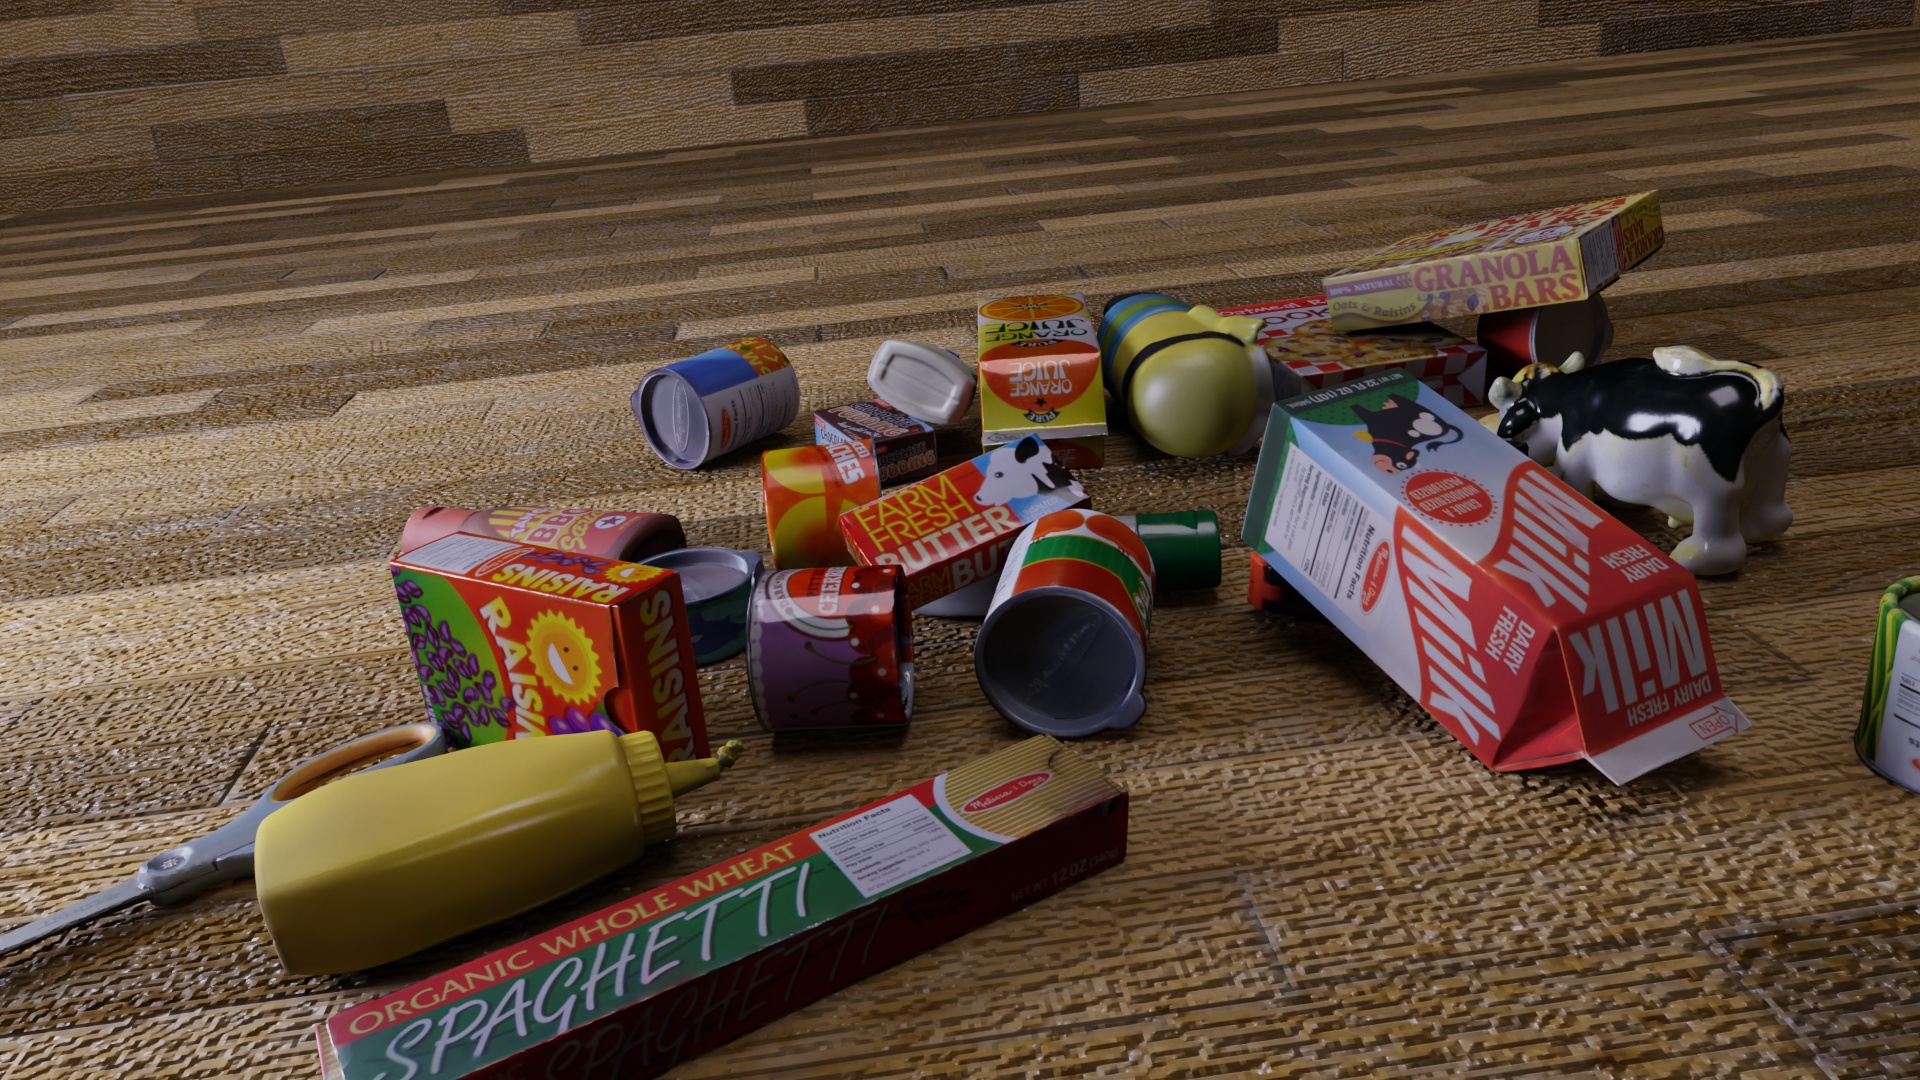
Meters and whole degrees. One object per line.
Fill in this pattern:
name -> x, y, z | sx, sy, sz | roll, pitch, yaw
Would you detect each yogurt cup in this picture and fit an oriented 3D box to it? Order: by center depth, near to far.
yogurt cup -> 0.372, -0.134, 0.894 | 0.072, 0.072, 0.054 | -16, 17, -24

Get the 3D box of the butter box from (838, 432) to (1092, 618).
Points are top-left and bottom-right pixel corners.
butter box -> 0.002, -0.008, 0.623 | 0.104, 0.024, 0.053 | -24, 48, -16

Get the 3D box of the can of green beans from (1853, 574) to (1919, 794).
can of green beans -> 0.346, 0.050, 0.471 | 0.071, 0.057, 0.071 | -4, 23, 2

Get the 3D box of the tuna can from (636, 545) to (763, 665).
tuna can -> -0.124, 0.030, 0.650 | 0.071, 0.032, 0.071 | -4, 23, 2

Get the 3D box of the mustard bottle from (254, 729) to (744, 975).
mustard bottle -> -0.150, 0.098, 0.476 | 0.161, 0.048, 0.065 | -13, 27, -20

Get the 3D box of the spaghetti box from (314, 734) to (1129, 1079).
spaghetti box -> -0.062, 0.120, 0.429 | 0.251, 0.028, 0.050 | -17, 26, -27

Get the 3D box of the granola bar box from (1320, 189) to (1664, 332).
granola bar box -> 0.332, -0.173, 0.869 | 0.165, 0.039, 0.125 | -1, 22, 47

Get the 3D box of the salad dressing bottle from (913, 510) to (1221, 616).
salad dressing bottle -> 0.047, 0.007, 0.652 | 0.148, 0.043, 0.064 | -3, 30, 5

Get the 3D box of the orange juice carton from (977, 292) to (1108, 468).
orange juice carton -> 0.048, -0.094, 0.854 | 0.072, 0.072, 0.193 | -3, 23, 2

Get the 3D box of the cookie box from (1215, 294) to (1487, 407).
cookie box -> 0.248, -0.123, 0.922 | 0.123, 0.040, 0.168 | -9, 24, -9

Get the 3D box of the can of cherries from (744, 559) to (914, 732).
can of cherries -> -0.051, 0.041, 0.559 | 0.058, 0.071, 0.072 | -3, 23, 5

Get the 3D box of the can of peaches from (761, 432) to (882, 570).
can of peaches -> -0.068, -0.019, 0.704 | 0.058, 0.071, 0.071 | -8, 23, -3

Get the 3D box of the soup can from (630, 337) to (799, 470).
soup can -> -0.157, -0.091, 0.896 | 0.071, 0.071, 0.084 | 12, 28, 35

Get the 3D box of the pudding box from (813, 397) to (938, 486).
pudding box -> -0.053, -0.060, 0.850 | 0.050, 0.030, 0.084 | -14, 25, -22

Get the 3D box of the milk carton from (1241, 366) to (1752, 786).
milk carton -> 0.198, 0.017, 0.528 | 0.072, 0.073, 0.191 | -16, 43, -24

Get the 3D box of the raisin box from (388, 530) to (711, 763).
raisin box -> -0.162, 0.048, 0.549 | 0.123, 0.085, 0.040 | 8, 25, 29

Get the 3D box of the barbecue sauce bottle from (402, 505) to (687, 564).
barbecue sauce bottle -> -0.218, 0.006, 0.713 | 0.148, 0.043, 0.065 | 5, 26, 24

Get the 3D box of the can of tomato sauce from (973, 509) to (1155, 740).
can of tomato sauce -> 0.047, 0.032, 0.567 | 0.071, 0.071, 0.083 | 0, 23, 11

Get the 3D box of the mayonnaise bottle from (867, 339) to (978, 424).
mayonnaise bottle -> -0.019, -0.103, 0.887 | 0.065, 0.041, 0.148 | 27, 9, 1
